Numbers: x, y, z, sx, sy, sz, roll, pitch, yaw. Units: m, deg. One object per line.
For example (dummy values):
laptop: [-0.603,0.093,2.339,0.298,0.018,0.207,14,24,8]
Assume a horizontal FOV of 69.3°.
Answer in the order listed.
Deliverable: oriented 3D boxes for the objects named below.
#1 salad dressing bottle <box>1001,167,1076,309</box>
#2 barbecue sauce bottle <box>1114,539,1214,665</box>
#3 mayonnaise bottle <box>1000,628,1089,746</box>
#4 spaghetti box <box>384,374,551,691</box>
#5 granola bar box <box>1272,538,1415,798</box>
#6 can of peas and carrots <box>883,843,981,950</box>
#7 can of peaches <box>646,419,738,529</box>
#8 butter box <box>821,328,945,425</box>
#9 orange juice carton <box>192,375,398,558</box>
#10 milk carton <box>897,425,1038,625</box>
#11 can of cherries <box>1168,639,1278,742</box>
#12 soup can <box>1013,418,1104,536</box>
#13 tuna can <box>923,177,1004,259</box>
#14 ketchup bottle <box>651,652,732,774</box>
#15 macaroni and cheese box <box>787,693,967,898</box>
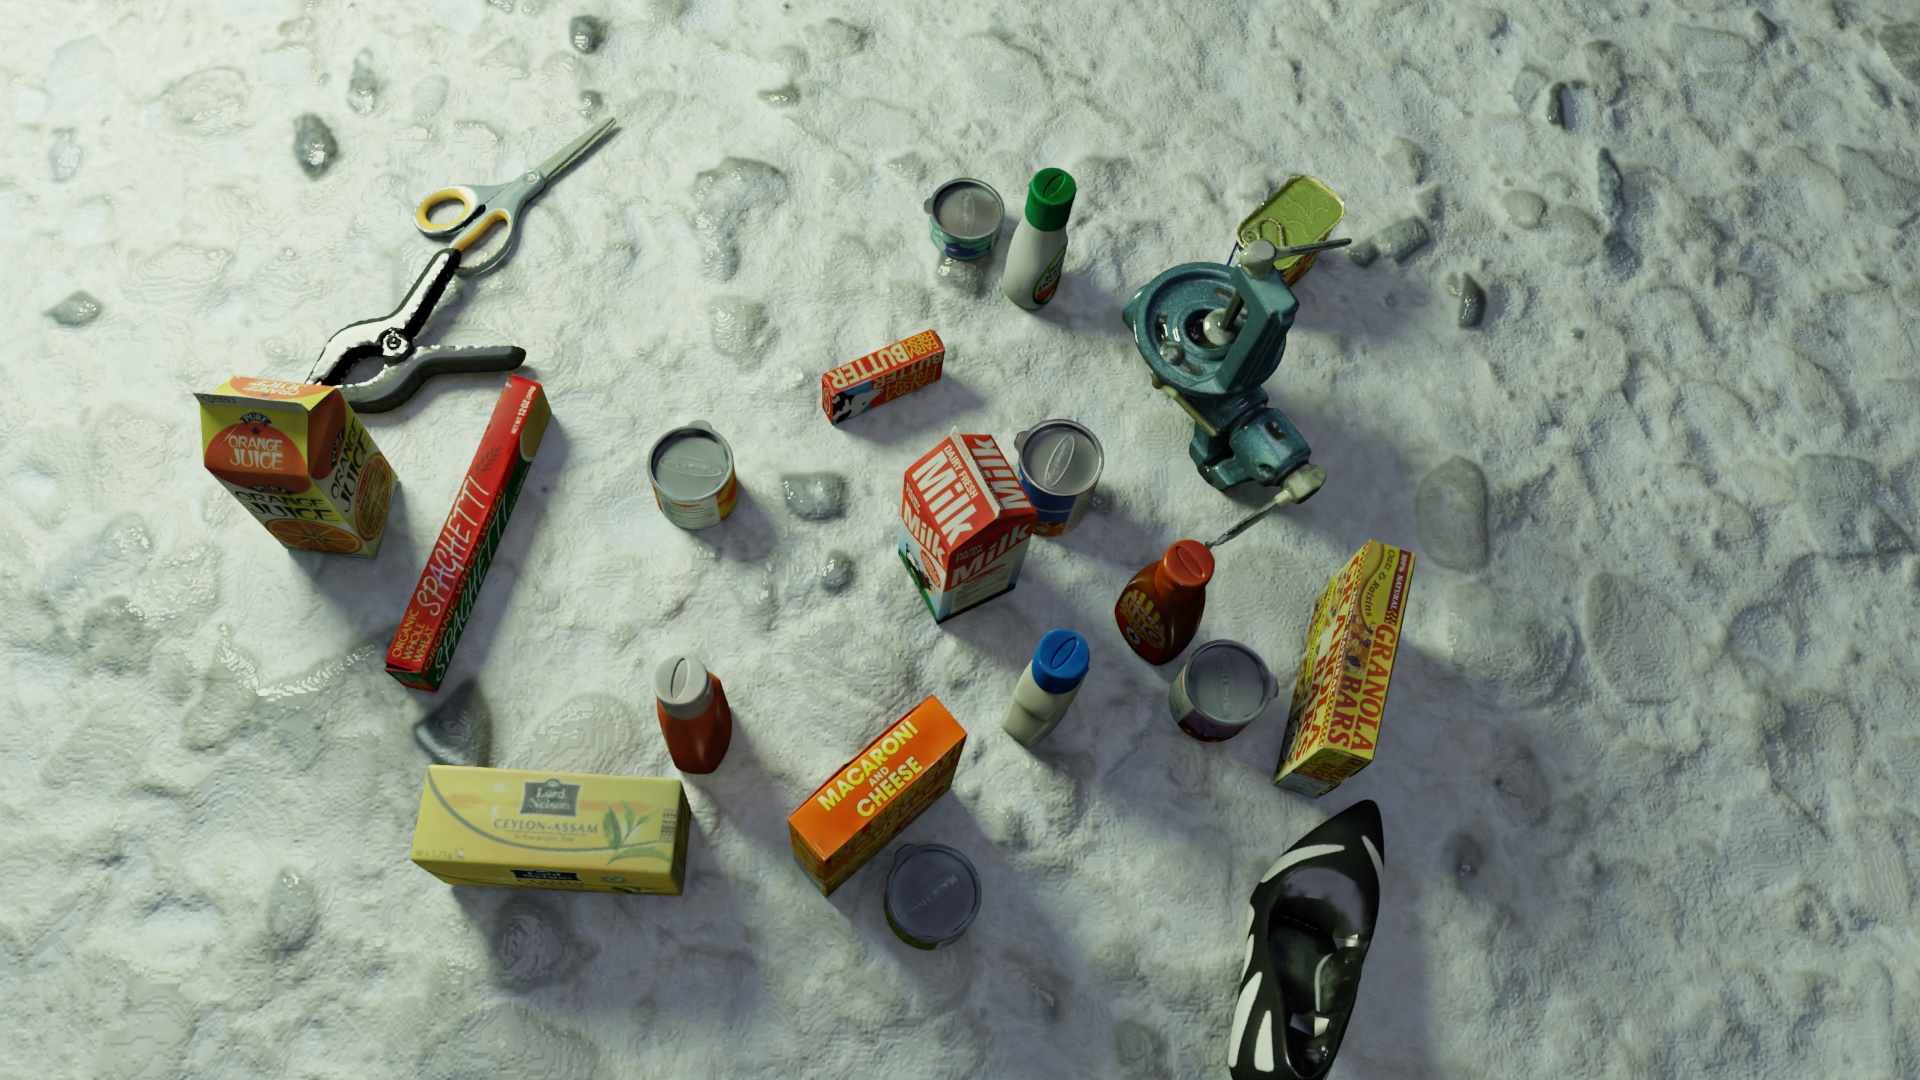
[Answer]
salad dressing bottle: [0.066,-0.248,1.146,0.044,0.147,0.064,34,69,9]
barbecue sauce bottle: [0.154,0.043,1.030,0.044,0.148,0.065,-31,73,-16]
mayonnaise bottle: [0.064,0.103,0.997,0.041,0.147,0.065,37,69,10]
spaghetti box: [-0.372,-0.007,1.059,0.029,0.050,0.251,14,67,1]
granola bar box: [0.285,0.098,1.032,0.039,0.123,0.166,18,67,3]
can of peas and carrots: [-0.022,0.250,0.976,0.071,0.058,0.071,2,67,-4]
can of peaches: [-0.208,-0.051,1.087,0.071,0.057,0.071,2,67,-4]
butter box: [-0.064,-0.134,1.138,0.104,0.053,0.024,-25,72,-14]
orange juice carton: [-0.473,-0.058,0.994,0.072,0.192,0.073,6,67,-2]
milk carton: [0.004,-0.013,1.018,0.073,0.189,0.072,-24,72,-14]
can of cherries: [0.198,0.116,1.052,0.071,0.058,0.072,2,67,-4]
soup can: [0.072,-0.049,1.097,0.071,0.083,0.071,2,67,-4]
tuna can: [0.002,-0.281,1.217,0.071,0.032,0.071,2,67,-4]
ketchup bottle: [-0.187,0.117,0.969,0.043,0.148,0.065,8,67,-2]
macaroni and cheese box: [-0.058,0.177,0.945,0.124,0.165,0.040,-40,76,-18]
